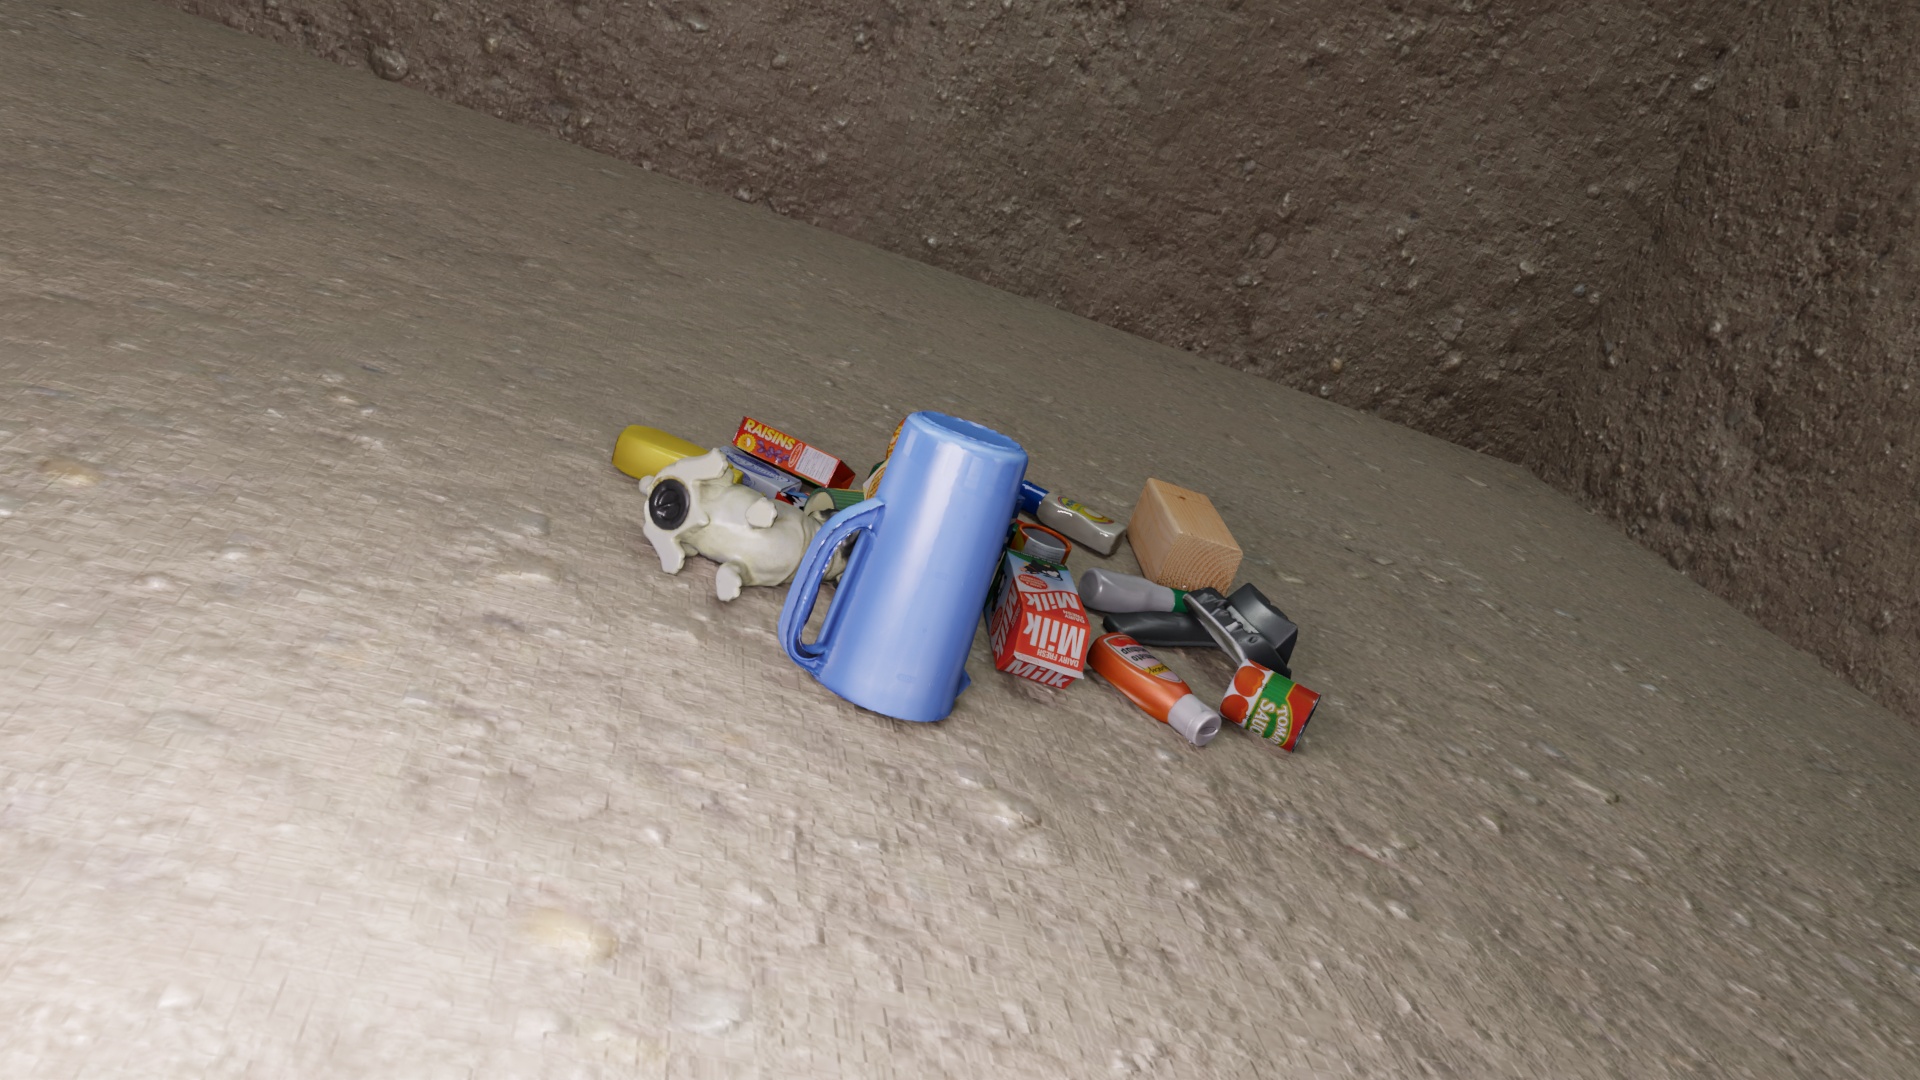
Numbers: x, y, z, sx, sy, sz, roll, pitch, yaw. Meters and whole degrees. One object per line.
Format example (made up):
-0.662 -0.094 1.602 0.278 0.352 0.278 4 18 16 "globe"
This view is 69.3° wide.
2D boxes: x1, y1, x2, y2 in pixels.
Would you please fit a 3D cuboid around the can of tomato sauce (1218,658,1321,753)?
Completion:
0.311 0.167 1.404 0.083 0.071 0.071 27 19 18 "can of tomato sauce"

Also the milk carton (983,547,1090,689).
0.075 0.083 1.369 0.072 0.073 0.191 17 20 -12 "milk carton"

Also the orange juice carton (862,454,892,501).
-0.040 0.016 1.356 0.072 0.072 0.193 10 58 -31 "orange juice carton"

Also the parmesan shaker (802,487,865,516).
-0.106 -0.022 1.463 0.103 0.071 0.071 5 25 -41 "parmesan shaker"

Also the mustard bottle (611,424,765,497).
-0.280 -0.071 1.447 0.160 0.048 0.065 23 19 1 "mustard bottle"

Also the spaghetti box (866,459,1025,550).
0.005 -0.034 1.681 0.250 0.028 0.050 26 20 12 "spaghetti box"

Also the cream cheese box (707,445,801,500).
-0.233 -0.072 1.537 0.104 0.024 0.053 26 20 12 "cream cheese box"

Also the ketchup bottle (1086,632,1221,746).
0.192 0.146 1.368 0.065 0.043 0.149 4 26 -42 "ketchup bottle"

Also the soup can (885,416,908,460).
-0.040 -0.102 1.673 0.084 0.071 0.071 25 19 13 "soup can"

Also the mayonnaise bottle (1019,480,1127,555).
0.139 -0.031 1.796 0.148 0.041 0.065 28 21 17 "mayonnaise bottle"

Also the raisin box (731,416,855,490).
-0.188 -0.093 1.575 0.123 0.040 0.086 25 -4 11 "raisin box"

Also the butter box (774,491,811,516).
-0.148 -0.030 1.512 0.104 0.024 0.053 2 27 -43 "butter box"

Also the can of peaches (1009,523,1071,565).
0.086 0.019 1.578 0.071 0.058 0.071 19 19 -7 "can of peaches"

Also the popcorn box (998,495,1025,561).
0.006 -0.020 1.555 0.127 0.085 0.038 0 27 -47 "popcorn box"

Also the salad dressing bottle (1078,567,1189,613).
0.208 0.066 1.605 0.148 0.044 0.064 12 19 -28 "salad dressing bottle"
